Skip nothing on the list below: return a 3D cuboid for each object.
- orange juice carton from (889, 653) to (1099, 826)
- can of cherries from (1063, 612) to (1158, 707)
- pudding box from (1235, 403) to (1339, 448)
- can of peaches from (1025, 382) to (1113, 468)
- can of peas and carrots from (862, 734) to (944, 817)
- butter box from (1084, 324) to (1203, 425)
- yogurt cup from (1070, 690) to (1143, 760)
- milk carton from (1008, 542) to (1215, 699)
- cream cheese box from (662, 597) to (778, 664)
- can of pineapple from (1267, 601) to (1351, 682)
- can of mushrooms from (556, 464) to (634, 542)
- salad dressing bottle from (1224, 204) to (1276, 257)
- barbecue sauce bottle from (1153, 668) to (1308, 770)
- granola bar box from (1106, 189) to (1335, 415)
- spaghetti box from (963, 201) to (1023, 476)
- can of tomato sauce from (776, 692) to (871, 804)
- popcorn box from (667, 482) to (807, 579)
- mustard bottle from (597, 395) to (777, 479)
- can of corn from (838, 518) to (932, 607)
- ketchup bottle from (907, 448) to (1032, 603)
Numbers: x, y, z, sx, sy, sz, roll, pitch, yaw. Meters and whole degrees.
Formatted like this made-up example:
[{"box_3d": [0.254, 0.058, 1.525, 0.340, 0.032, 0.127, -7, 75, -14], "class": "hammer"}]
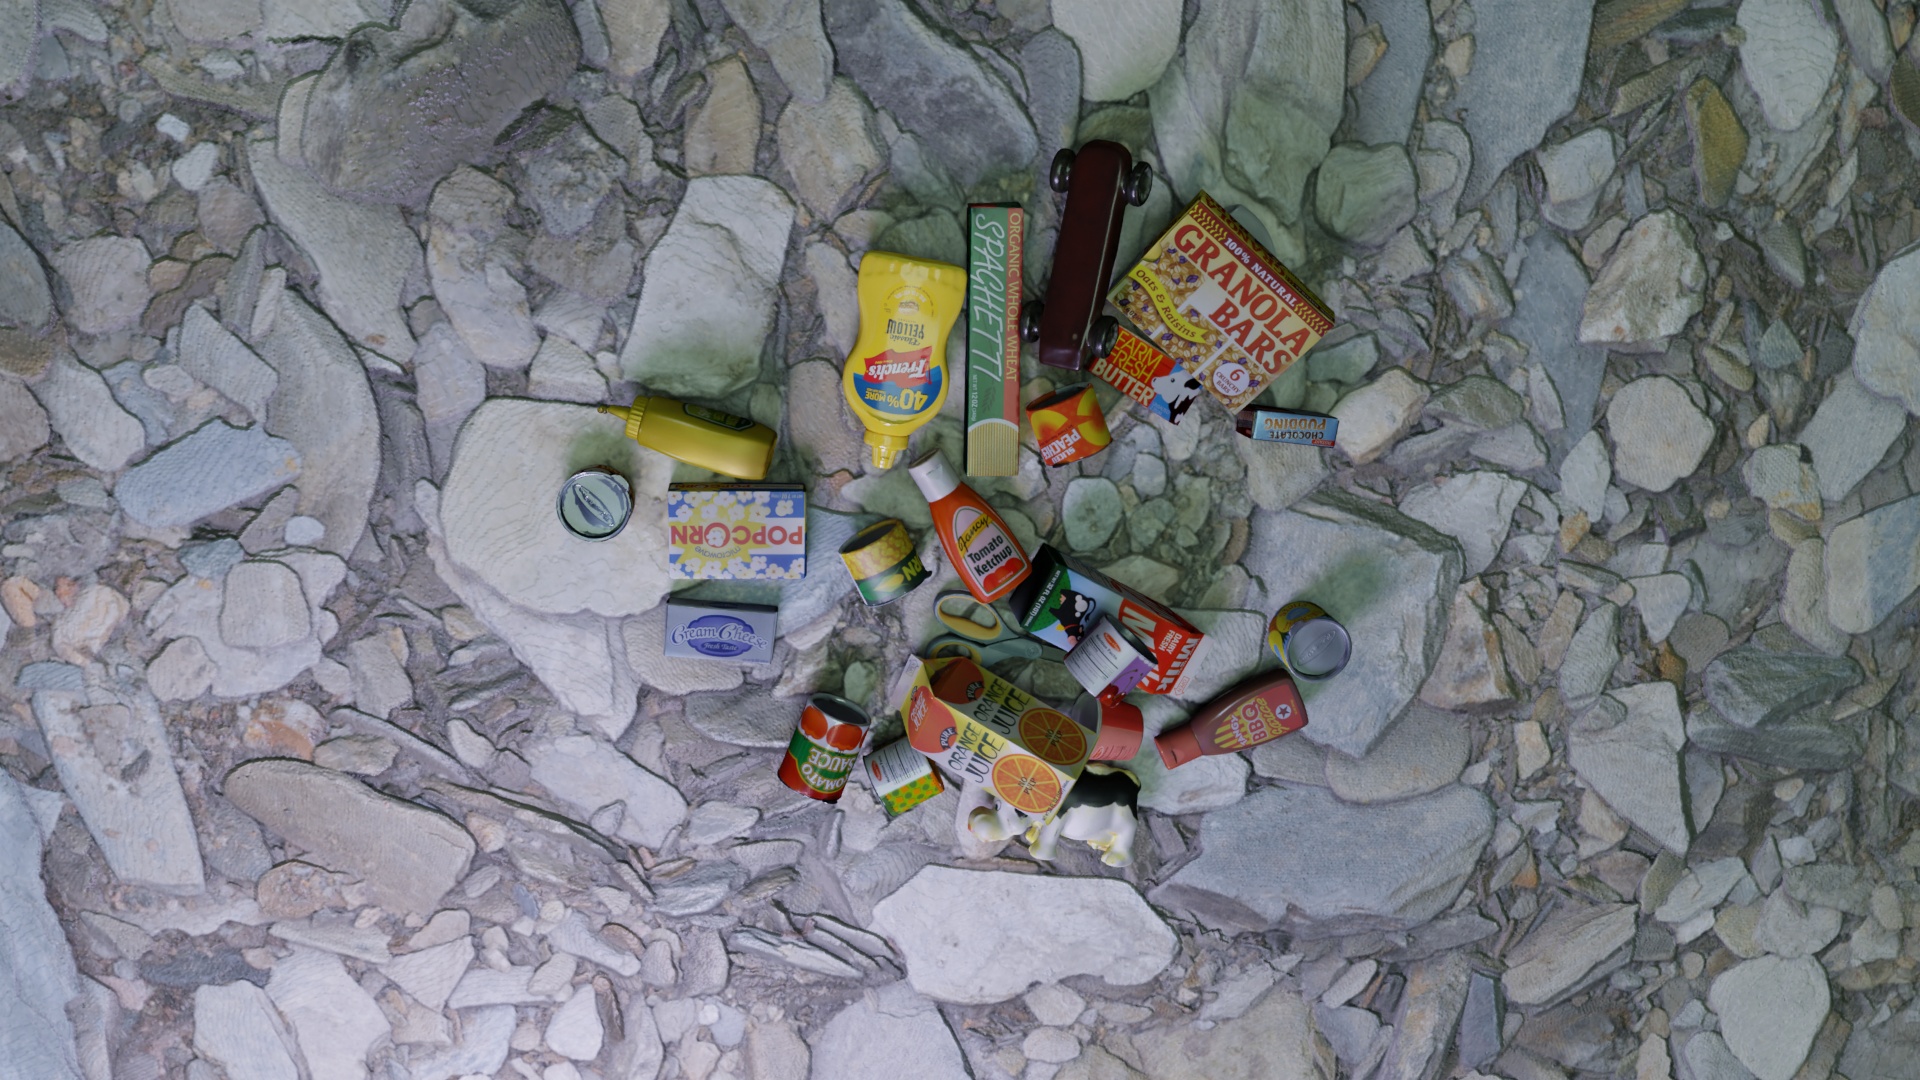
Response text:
[{"box_3d": [0.025, 0.179, 1.314, 0.193, 0.073, 0.071, 30, 127, 7], "class": "orange juice carton"}, {"box_3d": [0.137, 0.110, 1.261, 0.071, 0.072, 0.058, 40, 100, -14], "class": "can of cherries"}, {"box_3d": [0.307, -0.109, 1.309, 0.084, 0.050, 0.030, 6, 103, -9], "class": "pudding box"}, {"box_3d": [0.098, -0.106, 1.275, 0.071, 0.071, 0.058, -22, 105, 0], "class": "can of peaches"}, {"box_3d": [-0.054, 0.227, 1.348, 0.059, 0.071, 0.070, -26, 106, 0], "class": "can of peas and carrots"}, {"box_3d": [0.172, -0.155, 1.294, 0.103, 0.024, 0.053, 30, 99, -13], "class": "butter box"}, {"box_3d": [0.144, 0.184, 1.360, 0.054, 0.072, 0.072, 12, 103, -18], "class": "yogurt cup"}, {"box_3d": [0.148, 0.083, 1.328, 0.190, 0.073, 0.072, 27, 101, -13], "class": "milk carton"}, {"box_3d": [-0.226, 0.085, 1.311, 0.104, 0.024, 0.053, 5, 104, -8], "class": "cream cheese box"}, {"box_3d": [0.341, 0.097, 1.362, 0.071, 0.058, 0.070, -2, 105, -6], "class": "can of pineapple"}, {"box_3d": [-0.329, -0.036, 1.263, 0.071, 0.033, 0.071, -1, 104, -6], "class": "can of mushrooms"}, {"box_3d": [0.270, -0.234, 1.276, 0.064, 0.044, 0.147, -29, 107, 6], "class": "salad dressing bottle"}, {"box_3d": [0.267, 0.183, 1.383, 0.148, 0.044, 0.064, -23, 107, 0], "class": "barbecue sauce bottle"}, {"box_3d": [0.233, -0.211, 1.246, 0.165, 0.039, 0.123, 41, 121, -8], "class": "granola bar box"}, {"box_3d": [0.029, -0.181, 1.269, 0.050, 0.029, 0.249, -1, 105, -7], "class": "spaghetti box"}, {"box_3d": [-0.129, 0.198, 1.328, 0.071, 0.071, 0.083, 20, 101, -11], "class": "can of tomato sauce"}, {"box_3d": [-0.205, -0.009, 1.281, 0.127, 0.038, 0.085, 0, 105, -7], "class": "popcorn box"}, {"box_3d": [-0.246, -0.098, 1.242, 0.160, 0.065, 0.048, 16, 107, -6], "class": "mustard bottle"}, {"box_3d": [-0.070, 0.019, 1.289, 0.071, 0.071, 0.058, -27, 106, 1], "class": "can of corn"}, {"box_3d": [0.005, -0.016, 1.301, 0.065, 0.043, 0.148, -36, 105, -8], "class": "ketchup bottle"}]
